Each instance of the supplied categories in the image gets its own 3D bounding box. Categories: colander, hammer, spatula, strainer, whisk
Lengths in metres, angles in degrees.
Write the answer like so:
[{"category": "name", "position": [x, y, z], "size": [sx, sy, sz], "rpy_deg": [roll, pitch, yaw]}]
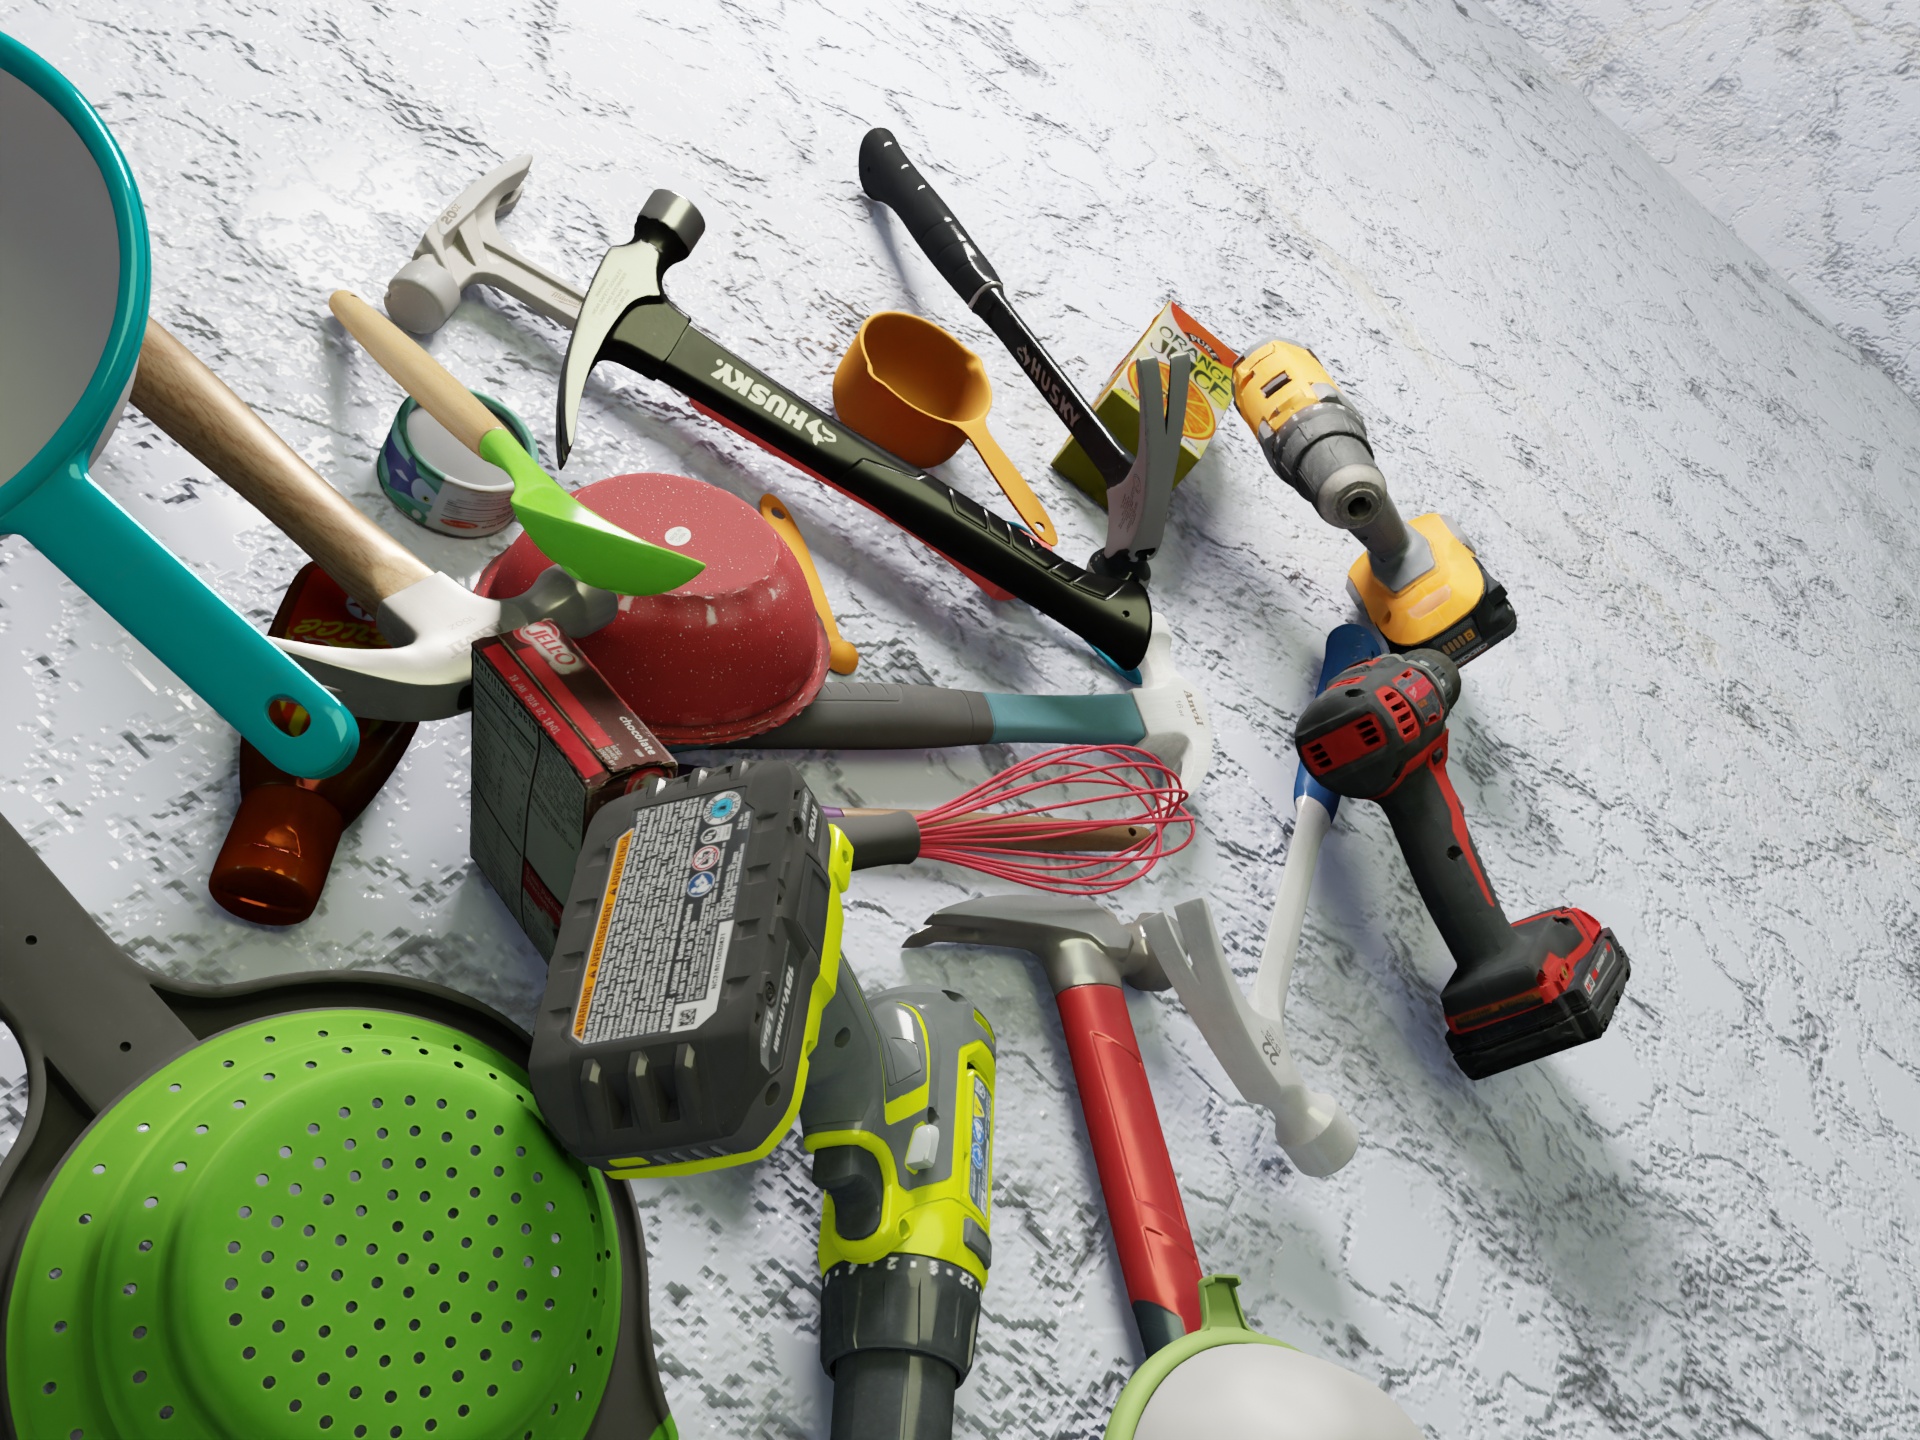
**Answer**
[{"category": "colander", "position": [-0.225, 0.100, 0.456], "size": [0.397, 0.094, 0.204], "rpy_deg": [50, 49, -2]}, {"category": "hammer", "position": [-0.297, -0.115, 0.631], "size": [0.331, 0.031, 0.130], "rpy_deg": [39, 46, 13]}, {"category": "hammer", "position": [0.022, -0.248, 0.952], "size": [0.036, 0.149, 0.409], "rpy_deg": [-10, 48, -23]}, {"category": "spatula", "position": [-0.035, 0.051, 0.744], "size": [0.315, 0.018, 0.060], "rpy_deg": [5, 57, -33]}, {"category": "strainer", "position": [0.099, 0.308, 0.533], "size": [0.151, 0.069, 0.256], "rpy_deg": [47, 42, 8]}, {"category": "hammer", "position": [-0.044, -0.119, 0.804], "size": [0.334, 0.035, 0.146], "rpy_deg": [31, 71, -13]}, {"category": "hammer", "position": [0.189, 0.052, 0.872], "size": [0.144, 0.035, 0.406], "rpy_deg": [53, 34, -15]}, {"category": "whisk", "position": [-0.008, 0.050, 0.702], "size": [0.295, 0.073, 0.073], "rpy_deg": [-4, 58, -36]}, {"category": "strainer", "position": [-0.331, -0.093, 0.554], "size": [0.340, 0.095, 0.211], "rpy_deg": [42, 77, 1]}, {"category": "hammer", "position": [-0.111, -0.172, 0.849], "size": [0.359, 0.036, 0.149], "rpy_deg": [29, 43, -10]}, {"category": "hammer", "position": [-0.001, -0.003, 0.800], "size": [0.330, 0.033, 0.128], "rpy_deg": [1, 59, -36]}, {"category": "hammer", "position": [0.076, 0.247, 0.647], "size": [0.143, 0.038, 0.387], "rpy_deg": [9, 51, -31]}]

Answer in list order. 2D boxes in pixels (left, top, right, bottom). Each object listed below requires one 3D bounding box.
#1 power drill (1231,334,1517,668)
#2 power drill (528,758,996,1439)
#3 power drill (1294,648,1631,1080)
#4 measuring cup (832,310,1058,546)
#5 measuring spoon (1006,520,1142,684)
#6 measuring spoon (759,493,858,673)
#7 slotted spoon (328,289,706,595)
[{"category": "power drill", "position": [0.261, -0.122, 0.997], "size": [0.226, 0.084, 0.186], "rpy_deg": [45, 19, -30]}, {"category": "power drill", "position": [-0.049, 0.142, 0.543], "size": [0.191, 0.080, 0.228], "rpy_deg": [-86, 156, -43]}, {"category": "power drill", "position": [0.281, 0.063, 0.891], "size": [0.188, 0.080, 0.227], "rpy_deg": [-23, 83, -57]}, {"category": "measuring cup", "position": [-0.008, -0.155, 0.917], "size": [0.095, 0.052, 0.174], "rpy_deg": [-22, 73, -46]}, {"category": "measuring spoon", "position": [0.057, -0.062, 0.918], "size": [0.128, 0.021, 0.042], "rpy_deg": [43, 52, -13]}, {"category": "measuring spoon", "position": [-0.078, -0.074, 0.821], "size": [0.021, 0.011, 0.117], "rpy_deg": [-4, 58, -40]}, {"category": "slotted spoon", "position": [-0.203, -0.123, 0.664], "size": [0.070, 0.031, 0.314], "rpy_deg": [15, 19, -48]}]
